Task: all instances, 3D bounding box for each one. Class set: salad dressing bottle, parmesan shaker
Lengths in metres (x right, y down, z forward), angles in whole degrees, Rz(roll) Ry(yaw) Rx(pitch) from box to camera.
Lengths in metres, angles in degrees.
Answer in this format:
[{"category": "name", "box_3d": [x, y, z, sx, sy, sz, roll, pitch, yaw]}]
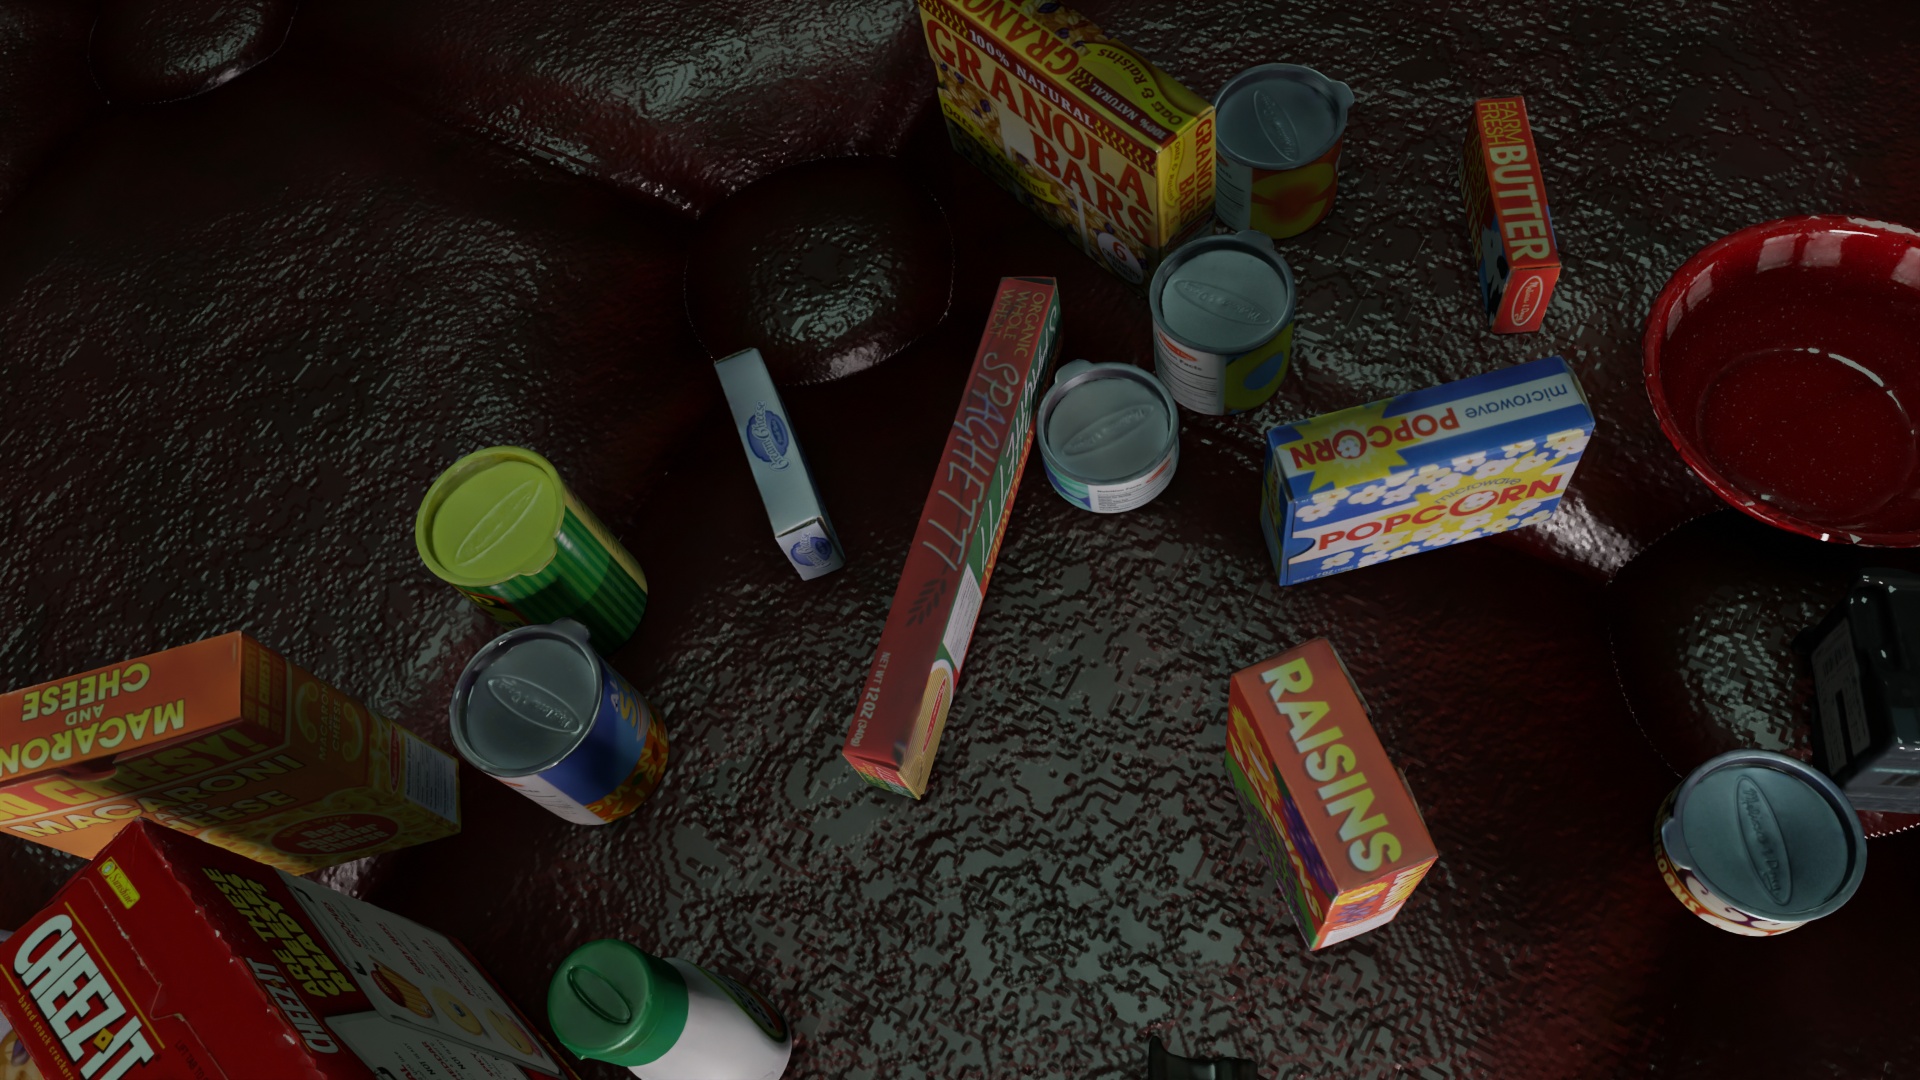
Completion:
[{"category": "salad dressing bottle", "box_3d": [-0.105, 0.178, 0.511, 0.064, 0.147, 0.044, 32, 74, 22]}, {"category": "parmesan shaker", "box_3d": [-0.189, 0.012, 0.631, 0.071, 0.102, 0.071, -4, 64, 8]}]

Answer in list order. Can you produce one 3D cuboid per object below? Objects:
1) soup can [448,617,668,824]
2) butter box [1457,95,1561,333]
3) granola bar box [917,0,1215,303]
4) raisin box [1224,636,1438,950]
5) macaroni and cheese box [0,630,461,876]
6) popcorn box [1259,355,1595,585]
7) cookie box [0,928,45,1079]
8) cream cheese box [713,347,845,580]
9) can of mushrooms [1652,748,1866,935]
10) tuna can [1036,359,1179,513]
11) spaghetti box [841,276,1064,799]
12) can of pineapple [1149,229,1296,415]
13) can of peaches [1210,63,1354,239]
[{"category": "soup can", "box_3d": [-0.170, 0.080, 0.605, 0.071, 0.083, 0.071, -4, 64, 8]}, {"category": "butter box", "box_3d": [0.261, -0.156, 0.664, 0.024, 0.053, 0.104, -4, 64, 8]}, {"category": "granola bar box", "box_3d": [0.052, -0.201, 0.681, 0.039, 0.123, 0.166, -41, 65, -10]}, {"category": "raisin box", "box_3d": [0.135, 0.099, 0.522, 0.040, 0.123, 0.086, -21, 63, 0]}, {"category": "macaroni and cheese box", "box_3d": [-0.303, 0.099, 0.572, 0.124, 0.166, 0.040, -15, 63, 2]}, {"category": "popcorn box", "box_3d": [0.195, -0.027, 0.595, 0.127, 0.085, 0.038, -14, 63, 3]}, {"category": "cookie box", "box_3d": [-0.369, 0.216, 0.526, 0.040, 0.166, 0.123, -17, 63, 2]}, {"category": "cream cheese box", "box_3d": [-0.086, -0.036, 0.665, 0.024, 0.053, 0.104, -23, 63, -1]}, {"category": "can of mushrooms", "box_3d": [0.303, 0.117, 0.535, 0.071, 0.033, 0.071, -4, 64, 8]}, {"category": "tuna can", "box_3d": [0.069, -0.050, 0.656, 0.071, 0.032, 0.071, -4, 64, 8]}, {"category": "spaghetti box", "box_3d": [0.002, -0.008, 0.638, 0.029, 0.050, 0.251, 12, 67, 15]}, {"category": "can of pineapple", "box_3d": [0.125, -0.102, 0.658, 0.071, 0.057, 0.071, -4, 64, 8]}, {"category": "can of peaches", "box_3d": [0.160, -0.195, 0.697, 0.071, 0.058, 0.071, -4, 64, 8]}]
